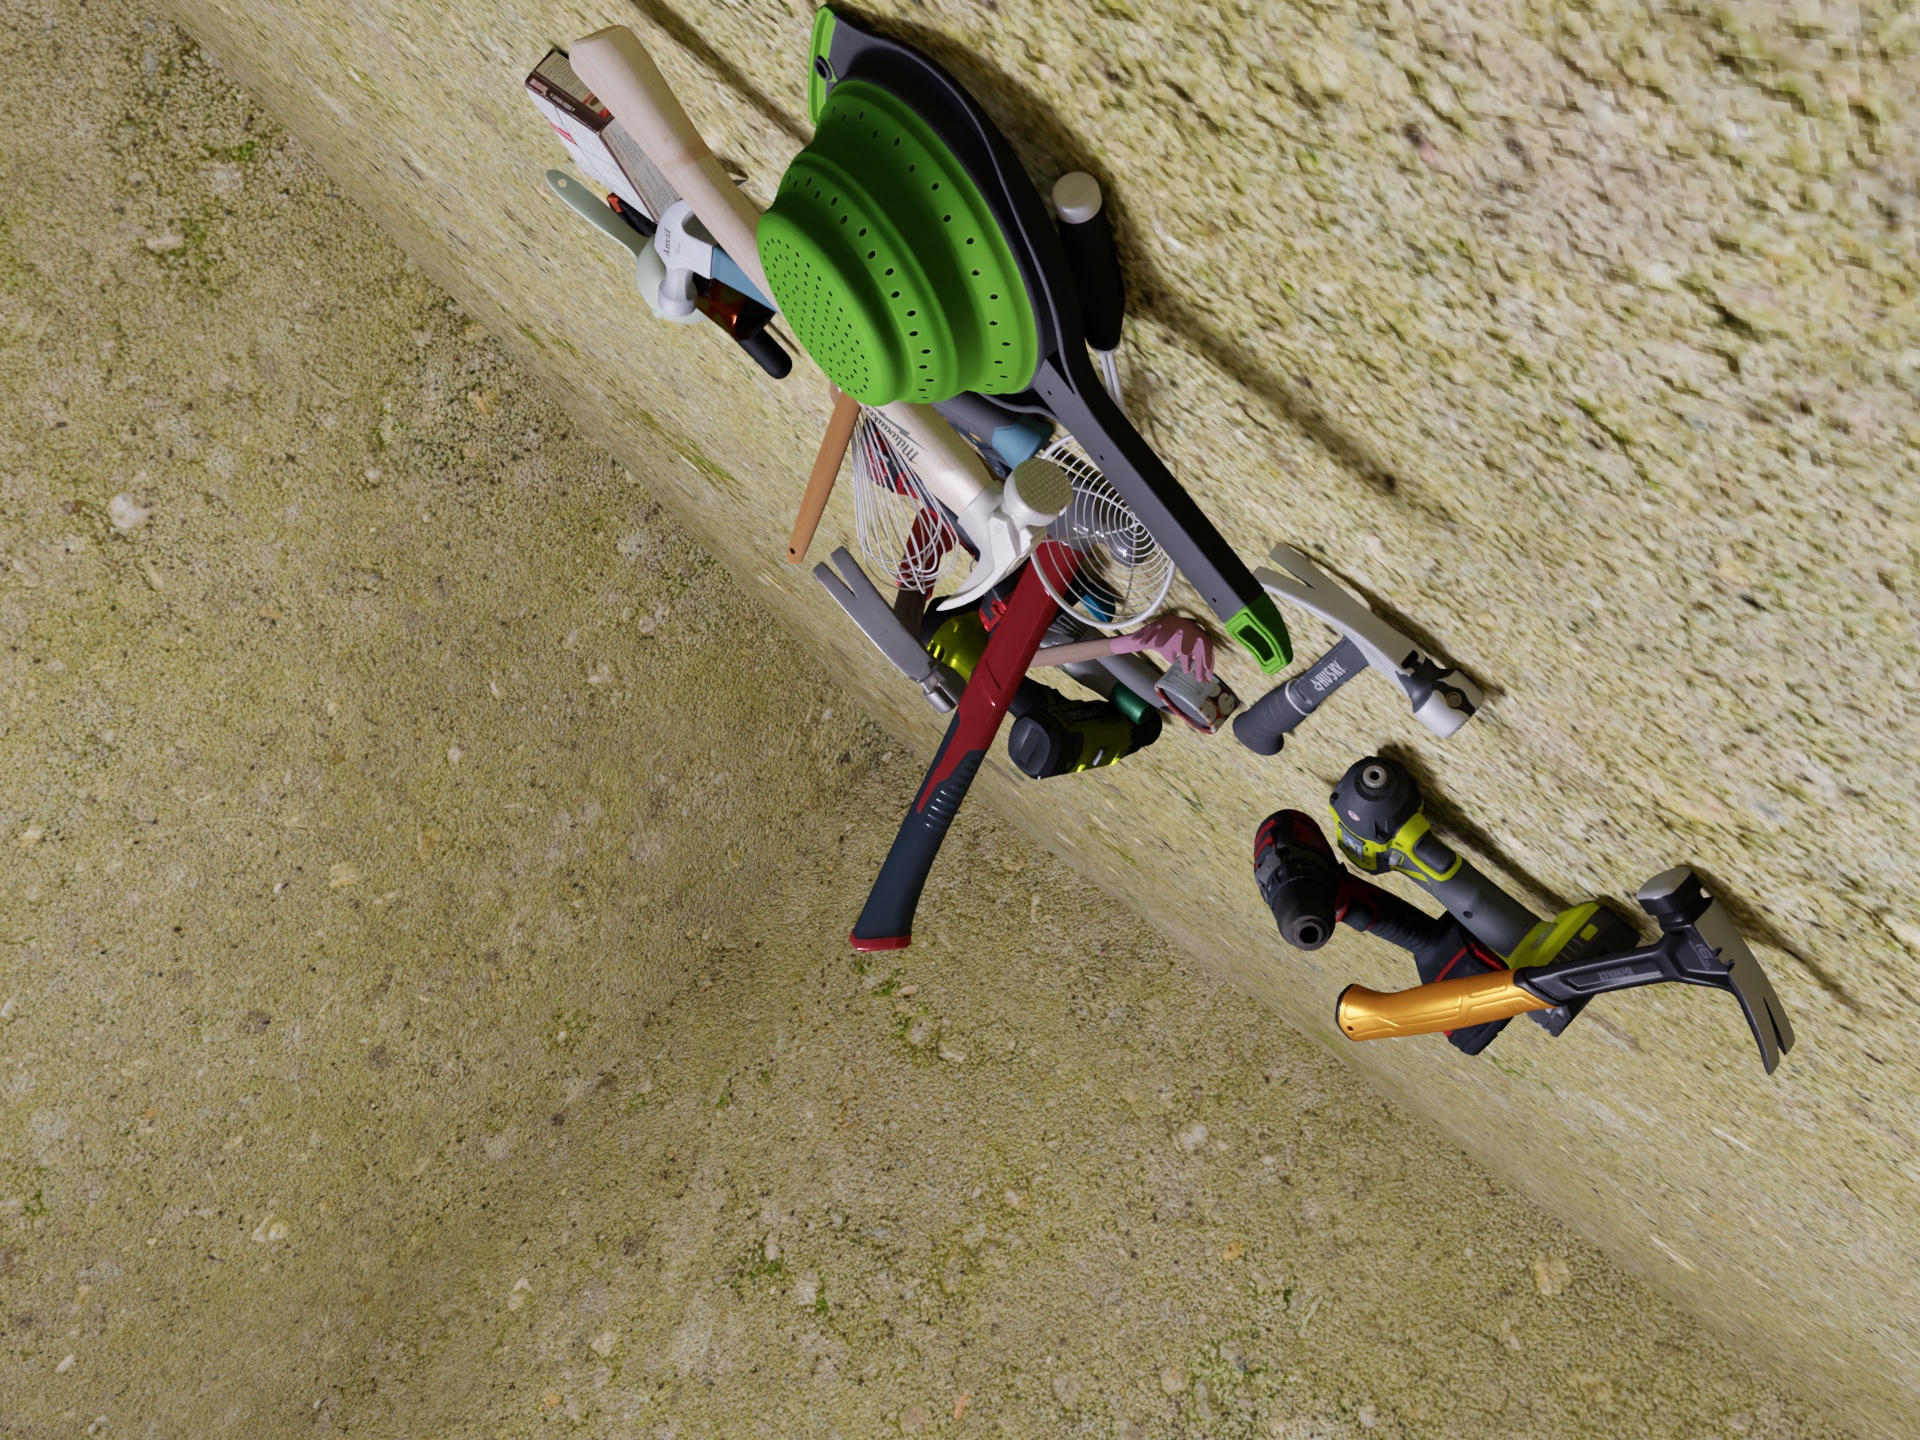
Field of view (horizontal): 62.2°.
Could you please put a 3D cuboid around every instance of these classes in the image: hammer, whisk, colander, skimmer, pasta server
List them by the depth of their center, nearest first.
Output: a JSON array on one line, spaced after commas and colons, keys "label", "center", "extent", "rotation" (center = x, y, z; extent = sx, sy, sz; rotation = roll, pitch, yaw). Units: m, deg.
[{"label": "colander", "center": [0.013, -0.163, 0.797], "extent": [0.397, 0.094, 0.204], "rotation": [52, 167, 4]}, {"label": "skimmer", "center": [0.065, -0.163, 0.889], "extent": [0.127, 0.090, 0.363], "rotation": [49, 176, 22]}, {"label": "hammer", "center": [-0.099, -0.249, 0.963], "extent": [0.410, 0.038, 0.146], "rotation": [50, 149, 3]}, {"label": "hammer", "center": [0.371, 0.185, 1.048], "extent": [0.127, 0.034, 0.337], "rotation": [56, 148, -2]}, {"label": "whisk", "center": [-0.063, -0.207, 1.094], "extent": [0.070, 0.070, 0.284], "rotation": [33, 150, 48]}, {"label": "hammer", "center": [0.236, -0.022, 1.107], "extent": [0.149, 0.036, 0.409], "rotation": [41, 174, 6]}, {"label": "hammer", "center": [-0.079, -0.269, 1.115], "extent": [0.331, 0.033, 0.128], "rotation": [33, 144, 13]}, {"label": "hammer", "center": [-0.002, -0.004, 1.156], "extent": [0.143, 0.386, 0.038], "rotation": [34, -162, 24]}, {"label": "pasta server", "center": [0.114, -0.054, 1.332], "extent": [0.060, 0.040, 0.316], "rotation": [29, 165, -22]}, {"label": "hammer", "center": [-0.042, -0.129, 1.337], "extent": [0.149, 0.036, 0.359], "rotation": [49, -163, -15]}, {"label": "whisk", "center": [0.107, -0.076, 1.416], "extent": [0.239, 0.055, 0.055], "rotation": [36, 175, -12]}]

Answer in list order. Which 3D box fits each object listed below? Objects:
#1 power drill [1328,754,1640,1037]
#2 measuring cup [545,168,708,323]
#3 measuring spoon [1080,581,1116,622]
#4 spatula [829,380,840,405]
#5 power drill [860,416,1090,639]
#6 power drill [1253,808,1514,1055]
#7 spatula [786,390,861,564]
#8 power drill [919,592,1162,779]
[{"label": "power drill", "center": [0.362, 0.117, 1.138], "extent": [0.223, 0.080, 0.171], "rotation": [41, 175, 24]}, {"label": "measuring cup", "center": [-0.253, -0.385, 1.258], "extent": [0.167, 0.083, 0.038], "rotation": [36, 160, -18]}, {"label": "measuring spoon", "center": [0.094, -0.124, 1.352], "extent": [0.129, 0.021, 0.042], "rotation": [47, 176, 44]}, {"label": "spatula", "center": [-0.084, -0.284, 1.258], "extent": [0.082, 0.044, 0.317], "rotation": [41, 178, -7]}, {"label": "power drill", "center": [0.001, -0.160, 1.293], "extent": [0.219, 0.078, 0.143], "rotation": [49, 174, 0]}, {"label": "power drill", "center": [0.332, 0.168, 1.249], "extent": [0.226, 0.080, 0.188], "rotation": [32, -161, -4]}, {"label": "spatula", "center": [-0.079, -0.203, 1.036], "extent": [0.081, 0.041, 0.322], "rotation": [40, 142, 9]}, {"label": "power drill", "center": [0.076, -0.033, 1.560], "extent": [0.190, 0.080, 0.229], "rotation": [-9, -138, -46]}]
